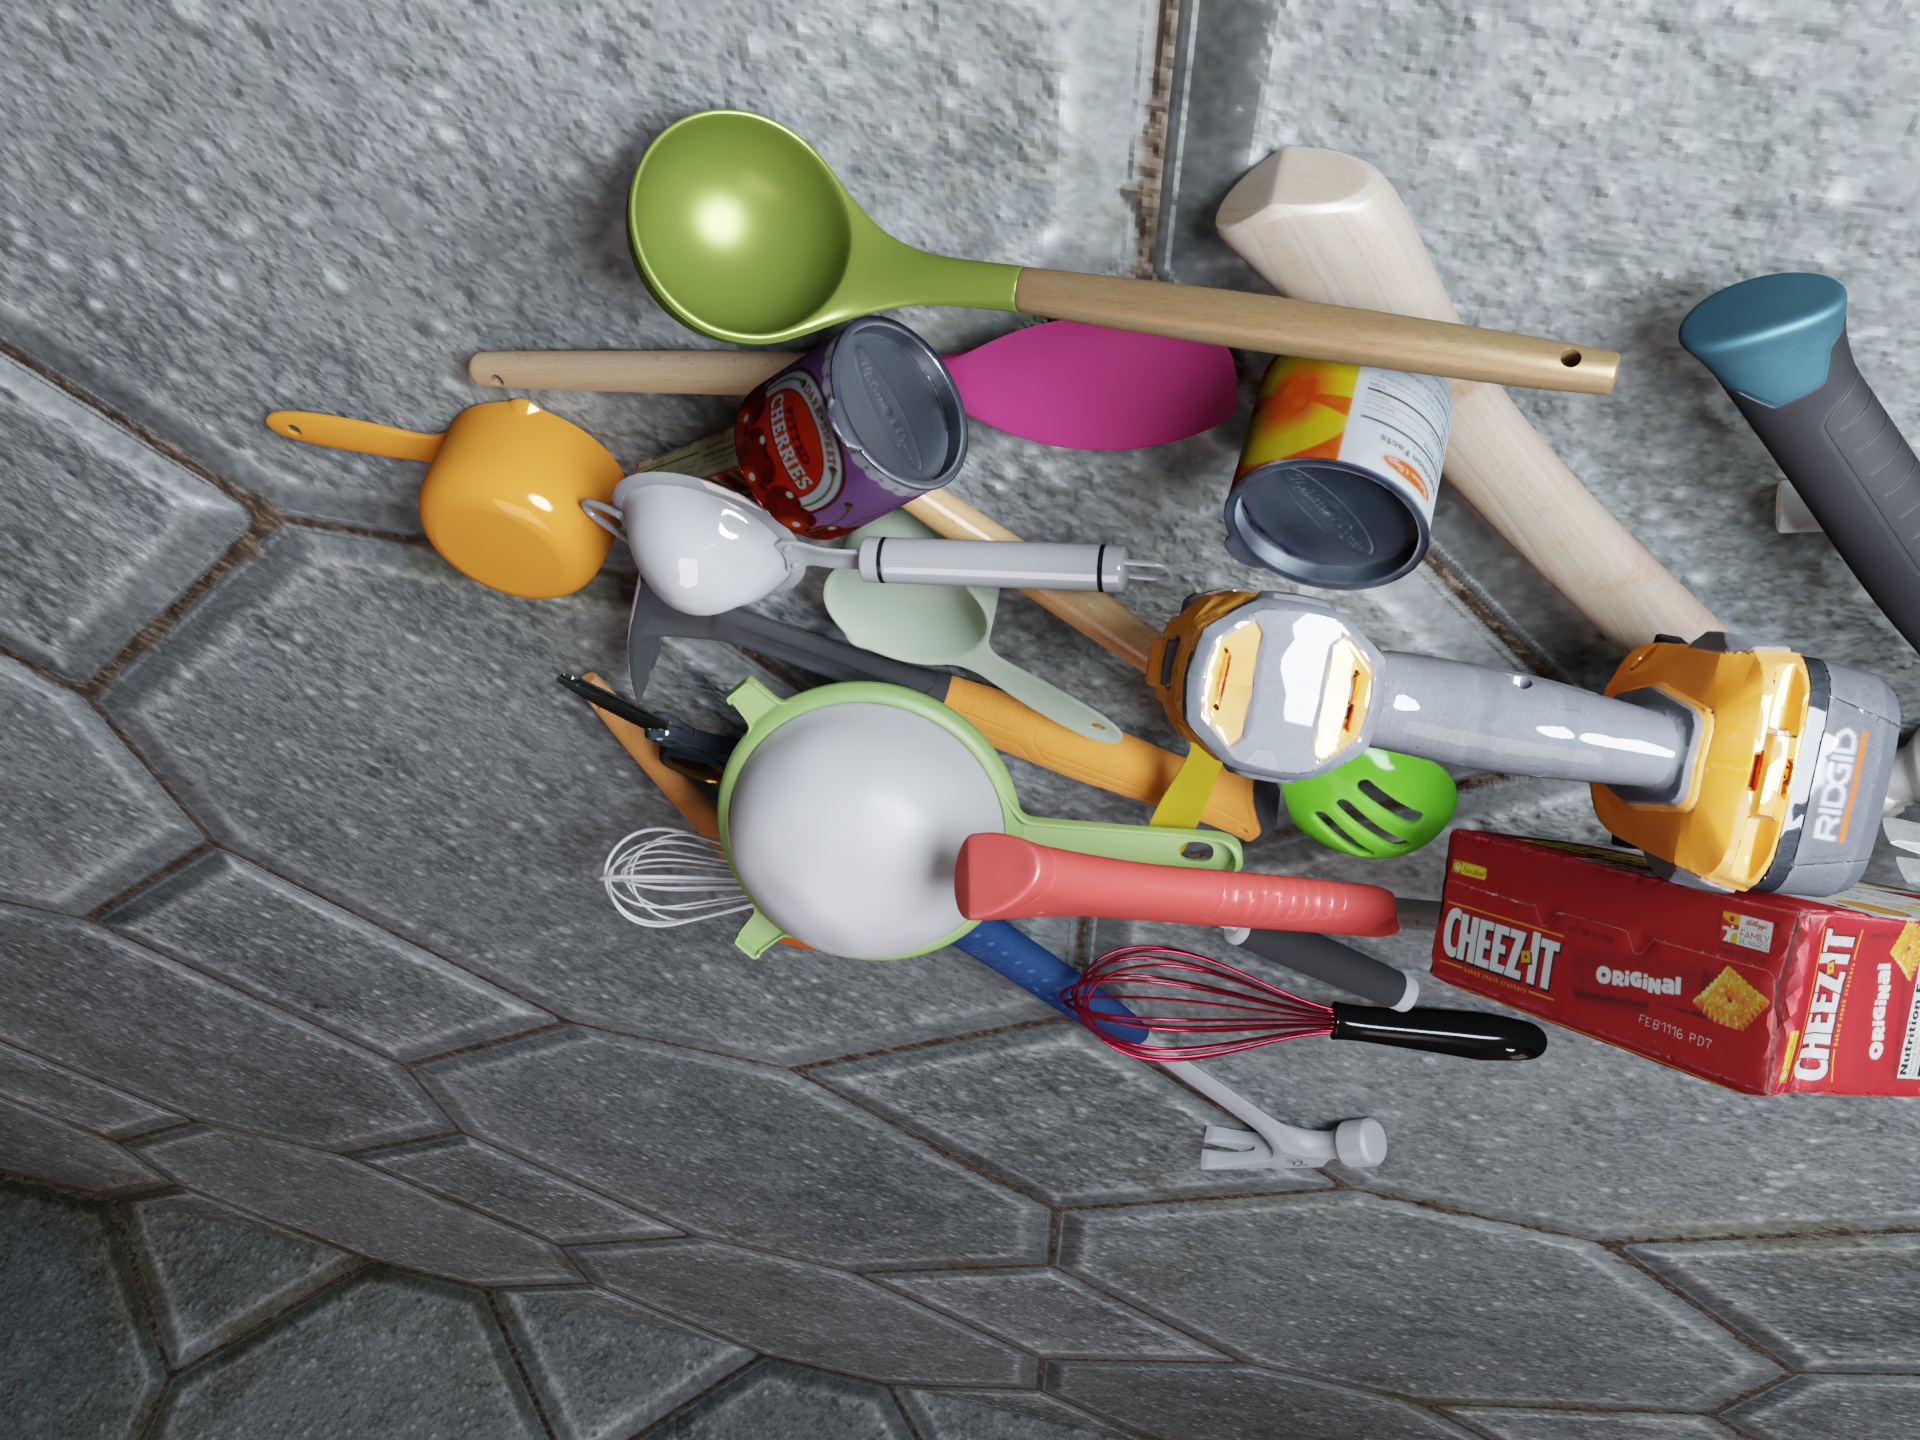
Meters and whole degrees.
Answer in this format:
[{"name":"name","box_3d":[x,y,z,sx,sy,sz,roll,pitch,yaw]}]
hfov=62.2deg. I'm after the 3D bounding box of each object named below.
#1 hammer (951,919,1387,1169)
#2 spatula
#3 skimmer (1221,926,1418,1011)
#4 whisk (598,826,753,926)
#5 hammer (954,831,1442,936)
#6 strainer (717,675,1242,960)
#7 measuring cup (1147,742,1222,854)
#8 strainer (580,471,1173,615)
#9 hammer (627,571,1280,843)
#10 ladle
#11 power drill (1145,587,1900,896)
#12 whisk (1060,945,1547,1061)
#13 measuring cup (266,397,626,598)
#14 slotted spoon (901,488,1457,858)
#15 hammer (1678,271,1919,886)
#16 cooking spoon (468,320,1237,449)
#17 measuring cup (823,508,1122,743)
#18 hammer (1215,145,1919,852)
[{"name":"hammer","box_3d":[0.121,0.222,1.087,0.144,0.035,0.405,-19,134,42]},{"name":"spatula","box_3d":[-0.138,0.072,0.980,0.081,0.041,0.322,-6,138,27]},{"name":"skimmer","box_3d":[0.094,0.124,0.899,0.363,0.090,0.127,22,177,-15]},{"name":"whisk","box_3d":[-0.087,0.094,0.933,0.246,0.058,0.059,2,171,-8]},{"name":"hammer","box_3d":[0.165,0.088,0.738,0.359,0.037,0.149,7,160,-21]},{"name":"strainer","box_3d":[0.005,0.066,0.749,0.256,0.069,0.151,4,113,5]},{"name":"measuring cup","box_3d":[0.113,0.017,0.756,0.062,0.029,0.156,16,136,-1]},{"name":"strainer","box_3d":[-0.043,-0.065,0.647,0.258,0.050,0.086,3,152,14]},{"name":"hammer","box_3d":[-0.001,-0.003,0.795,0.337,0.034,0.127,19,147,-7]},{"name":"ladle","box_3d":[0.043,-0.139,0.506,0.320,0.078,0.062,13,172,15]},{"name":"power drill","box_3d":[0.179,-0.004,0.574,0.226,0.084,0.185,10,-175,0]},{"name":"whisk","box_3d":[0.209,0.182,0.975,0.296,0.073,0.073,5,147,3]},{"name":"measuring cup","box_3d":[-0.240,-0.103,0.721,0.173,0.052,0.095,11,148,2]},{"name":"slotted spoon","box_3d":[0.089,-0.023,0.685,0.313,0.031,0.070,33,131,-14]},{"name":"hammer","box_3d":[0.346,-0.034,0.551,0.128,0.033,0.330,-30,124,33]},{"name":"cooking spoon","box_3d":[-0.052,-0.136,0.625,0.319,0.017,0.068,4,147,16]},{"name":"measuring cup","box_3d":[0.015,-0.041,0.728,0.167,0.038,0.083,31,145,-27]},{"name":"hammer","box_3d":[0.231,-0.060,0.608,0.410,0.038,0.146,36,144,-29]}]
